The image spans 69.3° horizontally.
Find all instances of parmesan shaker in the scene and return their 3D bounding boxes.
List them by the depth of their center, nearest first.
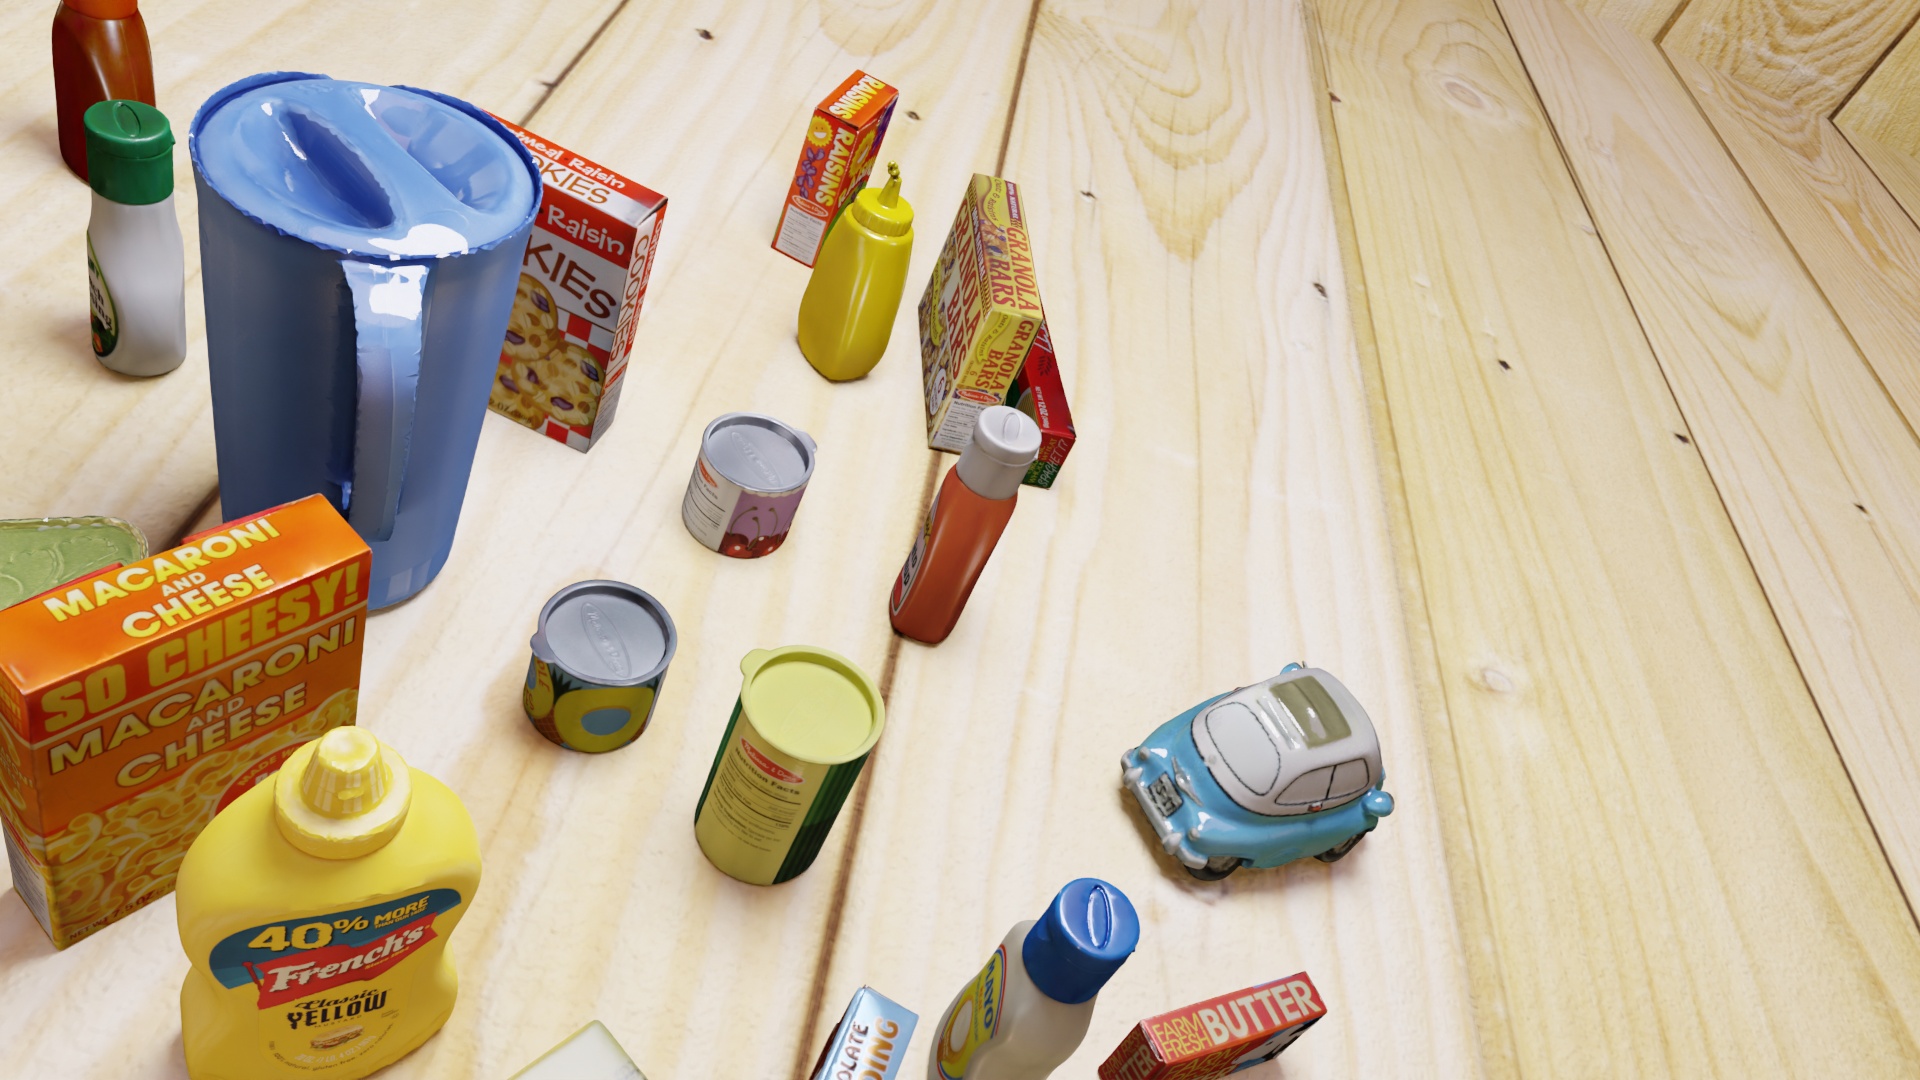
[{"bbox_3d":[-0.085,0.105,0.654,0.071,0.102,0.072,15,42,-14],"label":"parmesan shaker"}]

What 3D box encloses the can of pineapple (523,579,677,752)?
[{"bbox_3d":[-0.180,0.062,0.684,0.071,0.057,0.071,15,42,-14],"label":"can of pineapple"}]

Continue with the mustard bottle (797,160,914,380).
[{"bbox_3d":[-0.063,-0.182,0.922,0.049,0.159,0.065,-15,55,-38],"label":"mustard bottle"}]

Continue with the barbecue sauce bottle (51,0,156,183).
[{"bbox_3d":[-0.497,-0.278,0.806,0.065,0.147,0.044,38,42,13],"label":"barbecue sauce bottle"}]

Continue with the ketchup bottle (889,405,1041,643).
[{"bbox_3d":[0.003,-0.010,0.785,0.043,0.148,0.065,21,41,-7],"label":"ketchup bottle"}]

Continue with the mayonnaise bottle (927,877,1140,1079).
[{"bbox_3d":[0.028,0.195,0.584,0.041,0.147,0.065,17,41,-11],"label":"mayonnaise bottle"}]

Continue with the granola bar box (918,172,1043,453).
[{"bbox_3d":[0.011,-0.158,0.964,0.039,0.123,0.166,12,42,-16],"label":"granola bar box"}]

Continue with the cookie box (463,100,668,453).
[{"bbox_3d":[-0.243,-0.144,0.783,0.123,0.166,0.040,25,40,-1],"label":"cookie box"}]

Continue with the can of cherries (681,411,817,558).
[{"bbox_3d":[-0.122,-0.032,0.813,0.071,0.058,0.072,15,42,-14],"label":"can of cherries"}]

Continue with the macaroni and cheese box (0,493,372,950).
[{"bbox_3d":[-0.296,0.069,0.532,0.040,0.165,0.124,41,43,17],"label":"macaroni and cheese box"}]

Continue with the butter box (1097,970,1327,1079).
[{"bbox_3d":[0.120,0.237,0.660,0.104,0.052,0.024,-4,49,-31],"label":"butter box"}]

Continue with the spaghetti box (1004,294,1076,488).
[{"bbox_3d":[0.043,-0.142,1.021,0.029,0.050,0.251,10,43,-19],"label":"spaghetti box"}]

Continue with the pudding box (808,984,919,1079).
[{"bbox_3d":[-0.050,0.234,0.577,0.030,0.049,0.084,27,40,1],"label":"pudding box"}]

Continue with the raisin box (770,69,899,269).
[{"bbox_3d":[-0.093,-0.276,1.035,0.040,0.122,0.086,27,40,1],"label":"raisin box"}]

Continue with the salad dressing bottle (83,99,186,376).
[{"bbox_3d":[-0.424,-0.153,0.713,0.044,0.146,0.064,-11,53,-36],"label":"salad dressing bottle"}]
